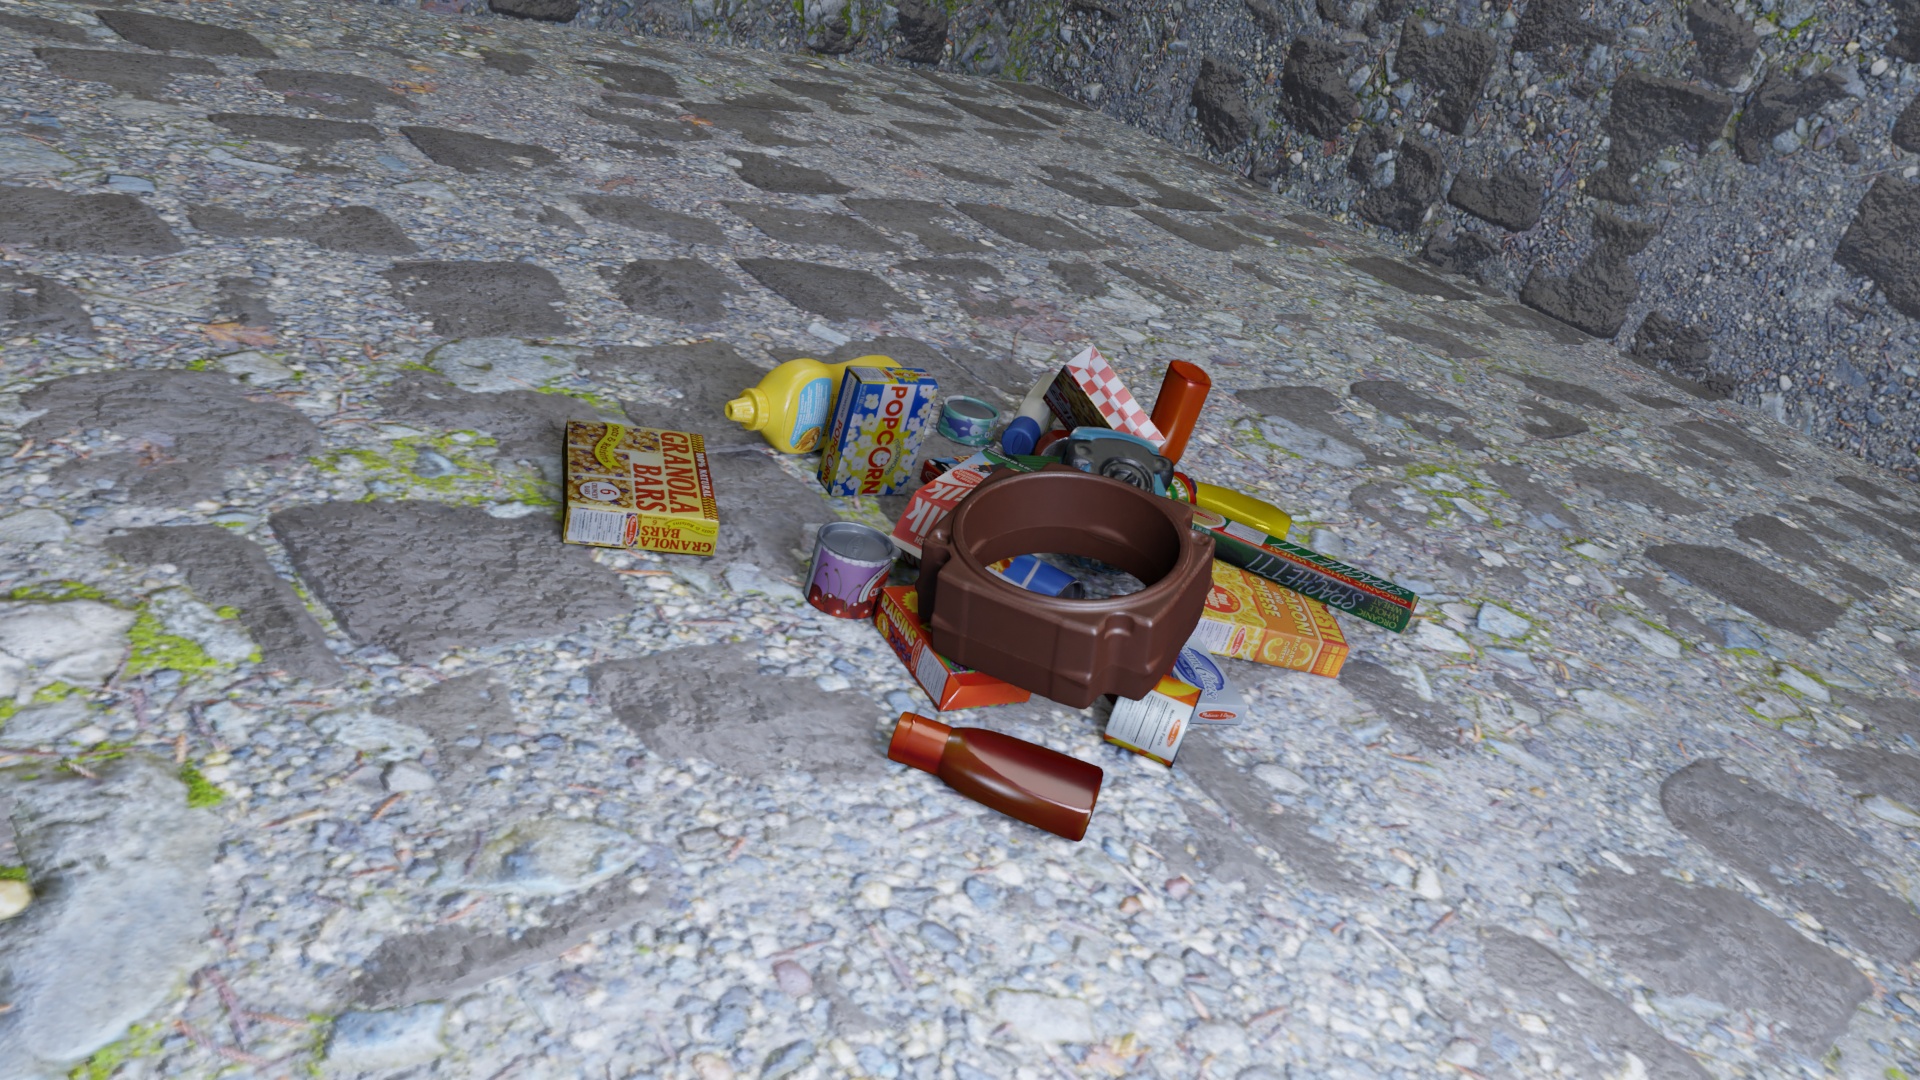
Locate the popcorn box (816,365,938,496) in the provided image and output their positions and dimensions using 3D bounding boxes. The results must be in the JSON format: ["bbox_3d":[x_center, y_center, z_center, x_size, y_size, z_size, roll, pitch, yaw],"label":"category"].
[{"bbox_3d":[-0.080,-0.105,1.333,0.085,0.126,0.038,-3,35,-33],"label":"popcorn box"}]

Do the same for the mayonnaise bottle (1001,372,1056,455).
[{"bbox_3d":[0.082,-0.136,1.561,0.041,0.064,0.149,23,31,6],"label":"mayonnaise bottle"}]

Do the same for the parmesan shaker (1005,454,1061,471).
[{"bbox_3d":[0.092,-0.055,1.397,0.103,0.071,0.071,1,31,-28],"label":"parmesan shaker"}]

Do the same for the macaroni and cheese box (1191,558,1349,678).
[{"bbox_3d":[0.266,0.065,1.302,0.166,0.040,0.124,12,27,-10],"label":"macaroni and cheese box"}]

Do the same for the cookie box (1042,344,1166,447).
[{"bbox_3d":[0.148,-0.129,1.454,0.123,0.040,0.167,53,-7,2],"label":"cookie box"}]

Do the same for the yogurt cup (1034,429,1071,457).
[{"bbox_3d":[0.110,-0.084,1.475,0.072,0.072,0.054,10,19,-13],"label":"yogurt cup"}]

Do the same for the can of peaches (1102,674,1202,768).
[{"bbox_3d":[0.149,0.135,1.077,0.058,0.071,0.071,22,27,11],"label":"can of peaches"}]

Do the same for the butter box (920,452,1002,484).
[{"bbox_3d":[0.015,-0.066,1.425,0.104,0.024,0.053,-8,35,-40],"label":"butter box"}]

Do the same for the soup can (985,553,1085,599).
[{"bbox_3d":[0.054,0.043,1.194,0.084,0.071,0.071,29,29,24],"label":"soup can"}]

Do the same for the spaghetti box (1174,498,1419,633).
[{"bbox_3d":[0.313,0.022,1.334,0.250,0.028,0.050,23,24,15],"label":"spaghetti box"}]

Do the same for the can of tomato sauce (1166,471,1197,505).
[{"bbox_3d":[0.191,-0.039,1.425,0.083,0.070,0.071,-1,32,-30],"label":"can of tomato sauce"}]

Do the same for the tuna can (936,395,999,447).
[{"bbox_3d":[0.011,-0.132,1.540,0.071,0.032,0.071,13,27,-7],"label":"tuna can"}]

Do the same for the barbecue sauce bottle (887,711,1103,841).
[{"bbox_3d":[0.024,0.161,0.978,0.148,0.043,0.065,19,26,6],"label":"barbecue sauce bottle"}]

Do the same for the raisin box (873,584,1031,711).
[{"bbox_3d":[-0.005,0.083,1.116,0.086,0.040,0.124,-2,32,-31],"label":"raisin box"}]

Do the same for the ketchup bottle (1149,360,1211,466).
[{"bbox_3d":[0.225,-0.117,1.507,0.043,0.148,0.065,9,28,-16],"label":"ketchup bottle"}]

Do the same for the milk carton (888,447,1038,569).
[{"bbox_3d":[0.005,-0.016,1.271,0.072,0.073,0.191,26,28,18],"label":"milk carton"}]

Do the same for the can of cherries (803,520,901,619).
[{"bbox_3d":[-0.090,0.026,1.155,0.071,0.058,0.072,14,26,-7],"label":"can of cherries"}]

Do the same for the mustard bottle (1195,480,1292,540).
[{"bbox_3d":[0.270,-0.031,1.479,0.160,0.048,0.065,22,27,12],"label":"mustard bottle"}]

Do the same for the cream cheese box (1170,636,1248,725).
[{"bbox_3d":[0.198,0.118,1.182,0.053,0.024,0.104,7,29,-22],"label":"cream cheese box"}]

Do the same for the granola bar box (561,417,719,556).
[{"bbox_3d":[-0.280,-0.047,1.205,0.124,0.039,0.166,6,28,-19],"label":"granola bar box"}]
